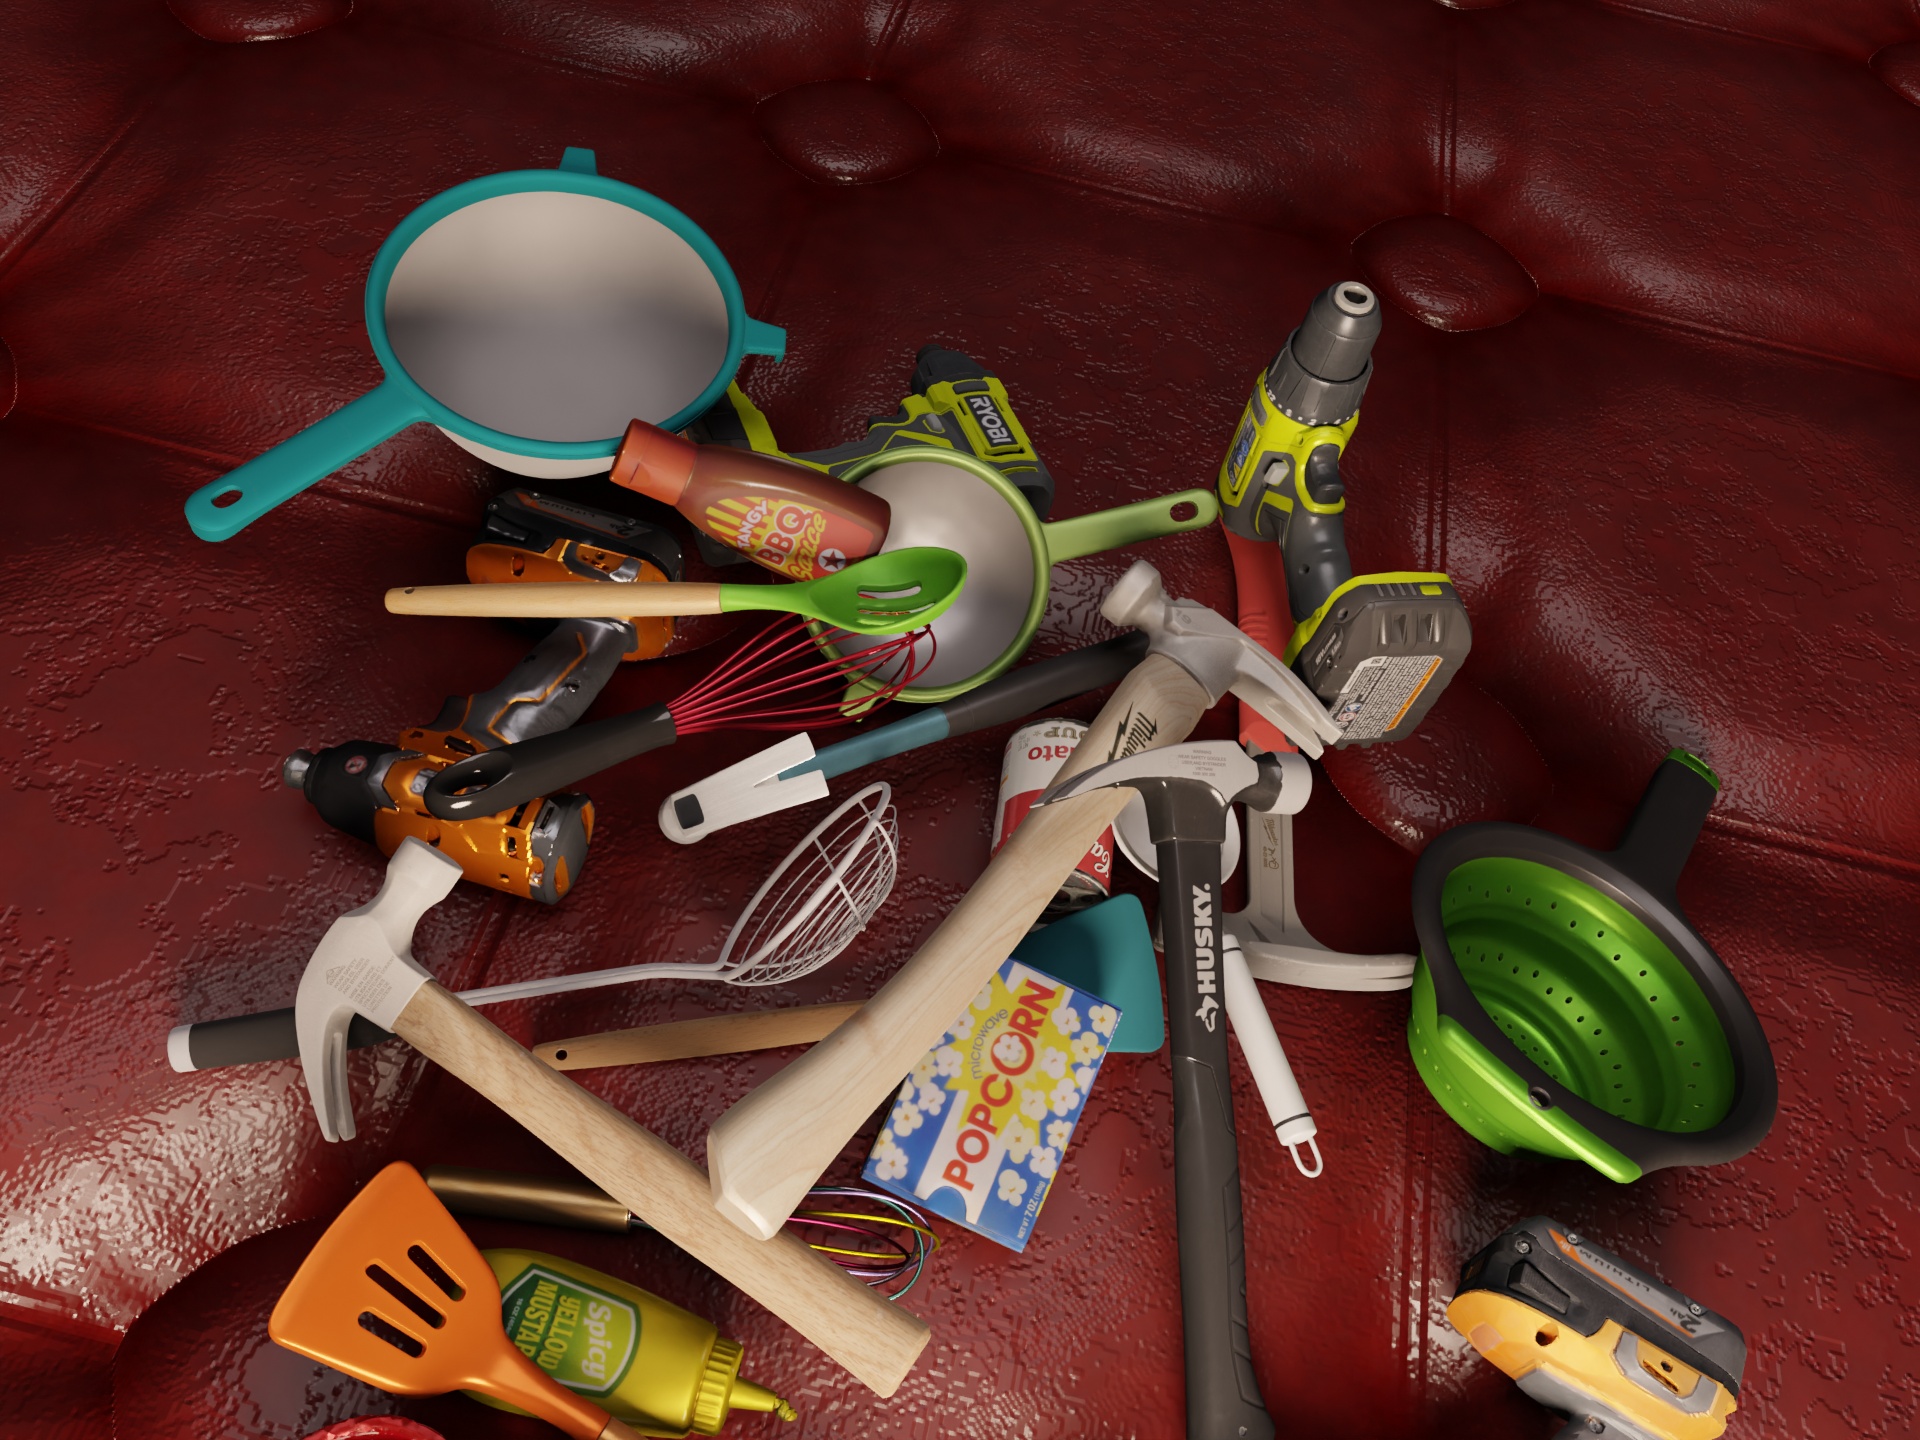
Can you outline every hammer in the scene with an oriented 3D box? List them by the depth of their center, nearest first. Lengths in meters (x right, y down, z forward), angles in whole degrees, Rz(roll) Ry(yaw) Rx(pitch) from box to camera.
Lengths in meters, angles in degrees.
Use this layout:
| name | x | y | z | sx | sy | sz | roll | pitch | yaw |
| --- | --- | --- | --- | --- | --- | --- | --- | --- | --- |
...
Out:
| name | x | y | z | sx | sy | sz | roll | pitch | yaw |
| --- | --- | --- | --- | --- | --- | --- | --- | --- | --- |
| hammer | -0.160 | 0.194 | 0.716 | 0.331 | 0.031 | 0.130 | 33 | 81 | 10 |
| hammer | 0.108 | 0.174 | 0.743 | 0.146 | 0.035 | 0.335 | 4 | 77 | -26 |
| hammer | 0.034 | 0.087 | 0.775 | 0.146 | 0.038 | 0.411 | 39 | 59 | 7 |
| hammer | -0.001 | -0.003 | 0.887 | 0.331 | 0.128 | 0.033 | -20 | 89 | -23 |
| hammer | 0.197 | -0.006 | 0.971 | 0.149 | 0.036 | 0.359 | 9 | 53 | -2 |

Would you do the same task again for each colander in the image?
| name | x | y | z | sx | sy | sz | roll | pitch | yaw |
| --- | --- | --- | --- | --- | --- | --- | --- | --- | --- |
| colander | 0.344 | 0.126 | 0.877 | 0.204 | 0.094 | 0.397 | 39 | 40 | 13 |

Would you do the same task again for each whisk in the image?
| name | x | y | z | sx | sy | sz | roll | pitch | yaw |
| --- | --- | --- | --- | --- | --- | --- | --- | --- | --- |
| whisk | -0.131 | 0.234 | 0.743 | 0.245 | 0.047 | 0.051 | 6 | 82 | 2 |
| whisk | -0.138 | -0.005 | 0.840 | 0.296 | 0.073 | 0.073 | -21 | 60 | -30 |

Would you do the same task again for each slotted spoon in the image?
| name | x | y | z | sx | sy | sz | roll | pitch | yaw |
| --- | --- | --- | --- | --- | --- | --- | --- | --- | --- |
| slotted spoon | -0.152 | -0.066 | 0.850 | 0.314 | 0.031 | 0.070 | -1 | 40 | 3 |

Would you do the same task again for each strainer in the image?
| name | x | y | z | sx | sy | sz | roll | pitch | yaw |
| --- | --- | --- | --- | --- | --- | --- | --- | --- | --- |
| strainer | 0.131 | 0.113 | 0.829 | 0.086 | 0.050 | 0.259 | -1 | 57 | -32 |
| strainer | -0.280 | -0.180 | 0.913 | 0.211 | 0.095 | 0.340 | 44 | 63 | 11 |
| strainer | 0.027 | -0.100 | 0.965 | 0.256 | 0.069 | 0.151 | -14 | 94 | -5 |

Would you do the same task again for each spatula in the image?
| name | x | y | z | sx | sy | sz | roll | pitch | yaw |
| --- | --- | --- | --- | --- | --- | --- | --- | --- | --- |
| spatula | -0.125 | 0.303 | 0.647 | 0.322 | 0.041 | 0.081 | 35 | 54 | -1 |
| spatula | -0.057 | 0.149 | 0.812 | 0.317 | 0.044 | 0.082 | -6 | 76 | -11 |

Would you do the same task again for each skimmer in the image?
| name | x | y | z | sx | sy | sz | roll | pitch | yaw |
| --- | --- | --- | --- | --- | --- | --- | --- | --- | --- |
| skimmer | -0.207 | 0.103 | 0.794 | 0.363 | 0.127 | 0.090 | -9 | 97 | -9 |

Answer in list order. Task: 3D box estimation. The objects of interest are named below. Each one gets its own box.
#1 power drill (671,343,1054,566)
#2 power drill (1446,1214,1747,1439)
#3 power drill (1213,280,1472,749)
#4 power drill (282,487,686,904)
| name | x | y | z | sx | sy | sz | roll | pitch | yaw |
| --- | --- | --- | --- | --- | --- | --- | --- | --- | --- |
| power drill | -0.070 | -0.180 | 1.036 | 0.223 | 0.080 | 0.171 | -10 | 51 | -20 |
| power drill | 0.229 | 0.335 | 0.701 | 0.185 | 0.084 | 0.226 | 28 | 59 | 14 |
| power drill | 0.216 | -0.117 | 0.919 | 0.080 | 0.190 | 0.229 | -2 | 59 | -11 |
| power drill | -0.259 | -0.019 | 0.885 | 0.164 | 0.084 | 0.227 | 15 | 57 | 3 |
